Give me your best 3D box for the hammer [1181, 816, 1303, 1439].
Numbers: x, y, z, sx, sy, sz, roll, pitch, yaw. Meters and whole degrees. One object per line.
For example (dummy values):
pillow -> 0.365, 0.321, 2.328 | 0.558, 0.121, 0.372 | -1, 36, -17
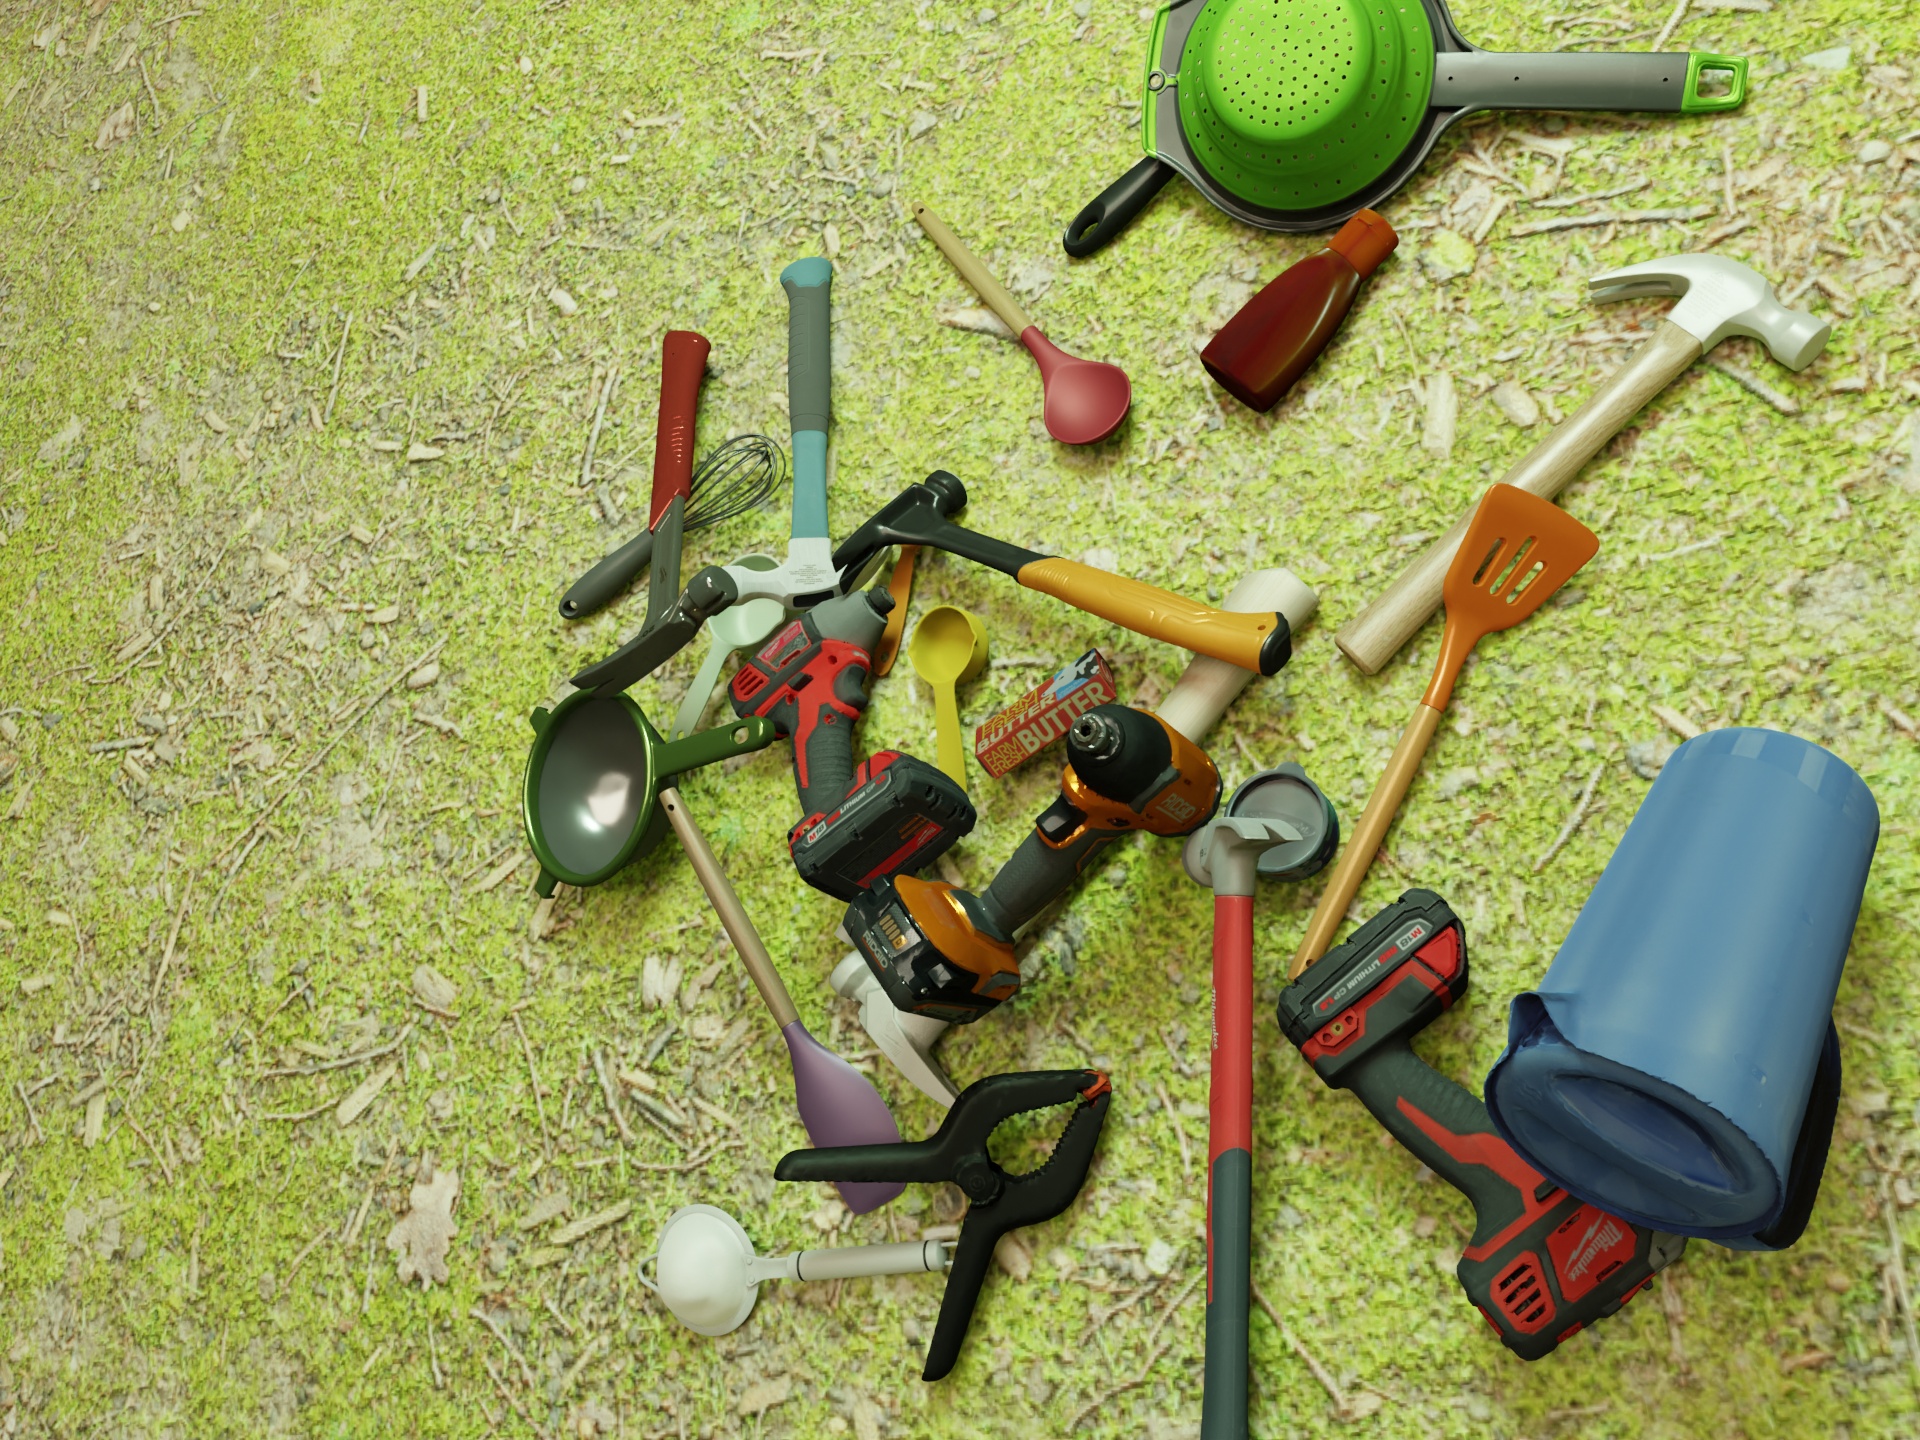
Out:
hammer -> 0.153, 0.247, 0.879 | 0.038, 0.143, 0.386 | 3, 82, -4

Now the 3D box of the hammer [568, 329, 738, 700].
hammer -> -0.231, -0.181, 1.240 | 0.149, 0.036, 0.359 | -32, 42, 26

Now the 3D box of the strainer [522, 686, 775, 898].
strainer -> -0.218, 0.039, 1.175 | 0.256, 0.069, 0.152 | -17, 72, 34

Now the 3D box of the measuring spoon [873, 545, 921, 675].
measuring spoon -> -0.046, -0.088, 1.187 | 0.021, 0.011, 0.117 | 7, 79, 28

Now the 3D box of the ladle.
ladle -> 0.038, -0.310, 1.214 | 0.069, 0.031, 0.316 | -38, 57, 7

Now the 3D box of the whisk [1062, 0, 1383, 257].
whisk -> 0.190, -0.446, 1.170 | 0.296, 0.073, 0.073 | -39, 59, 17

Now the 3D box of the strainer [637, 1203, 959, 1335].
strainer -> -0.114, 0.356, 1.039 | 0.258, 0.050, 0.087 | -12, 82, 20

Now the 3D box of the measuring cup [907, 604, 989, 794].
measuring cup -> -0.002, -0.004, 1.126 | 0.062, 0.029, 0.156 | -11, 79, 35

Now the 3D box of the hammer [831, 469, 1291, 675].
hammer -> 0.067, -0.090, 1.067 | 0.337, 0.034, 0.127 | 23, 53, 36

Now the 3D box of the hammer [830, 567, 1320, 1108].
hammer -> 0.093, 0.071, 1.039 | 0.410, 0.038, 0.146 | -49, 59, 3

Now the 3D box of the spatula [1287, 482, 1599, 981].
spatula -> 0.277, 0.015, 0.958 | 0.081, 0.041, 0.322 | 27, 88, -11

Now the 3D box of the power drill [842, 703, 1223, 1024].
power drill -> 0.042, 0.079, 0.947 | 0.226, 0.164, 0.084 | -42, 62, 9

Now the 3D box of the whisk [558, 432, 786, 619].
whisk -> -0.238, -0.151, 1.290 | 0.239, 0.055, 0.055 | -34, 60, 18

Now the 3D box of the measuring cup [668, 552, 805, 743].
measuring cup -> -0.175, -0.047, 1.223 | 0.083, 0.038, 0.167 | 28, 91, 32

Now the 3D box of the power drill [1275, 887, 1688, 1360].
power drill -> 0.303, 0.198, 0.860 | 0.188, 0.080, 0.227 | -38, 63, 2

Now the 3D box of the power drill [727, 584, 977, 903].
power drill -> -0.078, 0.008, 1.114 | 0.143, 0.078, 0.220 | -39, 48, 16

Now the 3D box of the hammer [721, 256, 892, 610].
hammer -> -0.119, -0.232, 1.240 | 0.128, 0.033, 0.331 | -1, 62, -5

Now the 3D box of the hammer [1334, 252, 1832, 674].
hammer -> 0.361, -0.156, 0.986 | 0.331, 0.031, 0.130 | -45, 58, 7

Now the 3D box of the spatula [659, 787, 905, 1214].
spatula -> -0.125, 0.182, 1.075 | 0.060, 0.018, 0.316 | -34, 77, 12

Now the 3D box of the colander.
colander -> 0.303, -0.428, 1.048 | 0.397, 0.094, 0.204 | 9, 103, 20
